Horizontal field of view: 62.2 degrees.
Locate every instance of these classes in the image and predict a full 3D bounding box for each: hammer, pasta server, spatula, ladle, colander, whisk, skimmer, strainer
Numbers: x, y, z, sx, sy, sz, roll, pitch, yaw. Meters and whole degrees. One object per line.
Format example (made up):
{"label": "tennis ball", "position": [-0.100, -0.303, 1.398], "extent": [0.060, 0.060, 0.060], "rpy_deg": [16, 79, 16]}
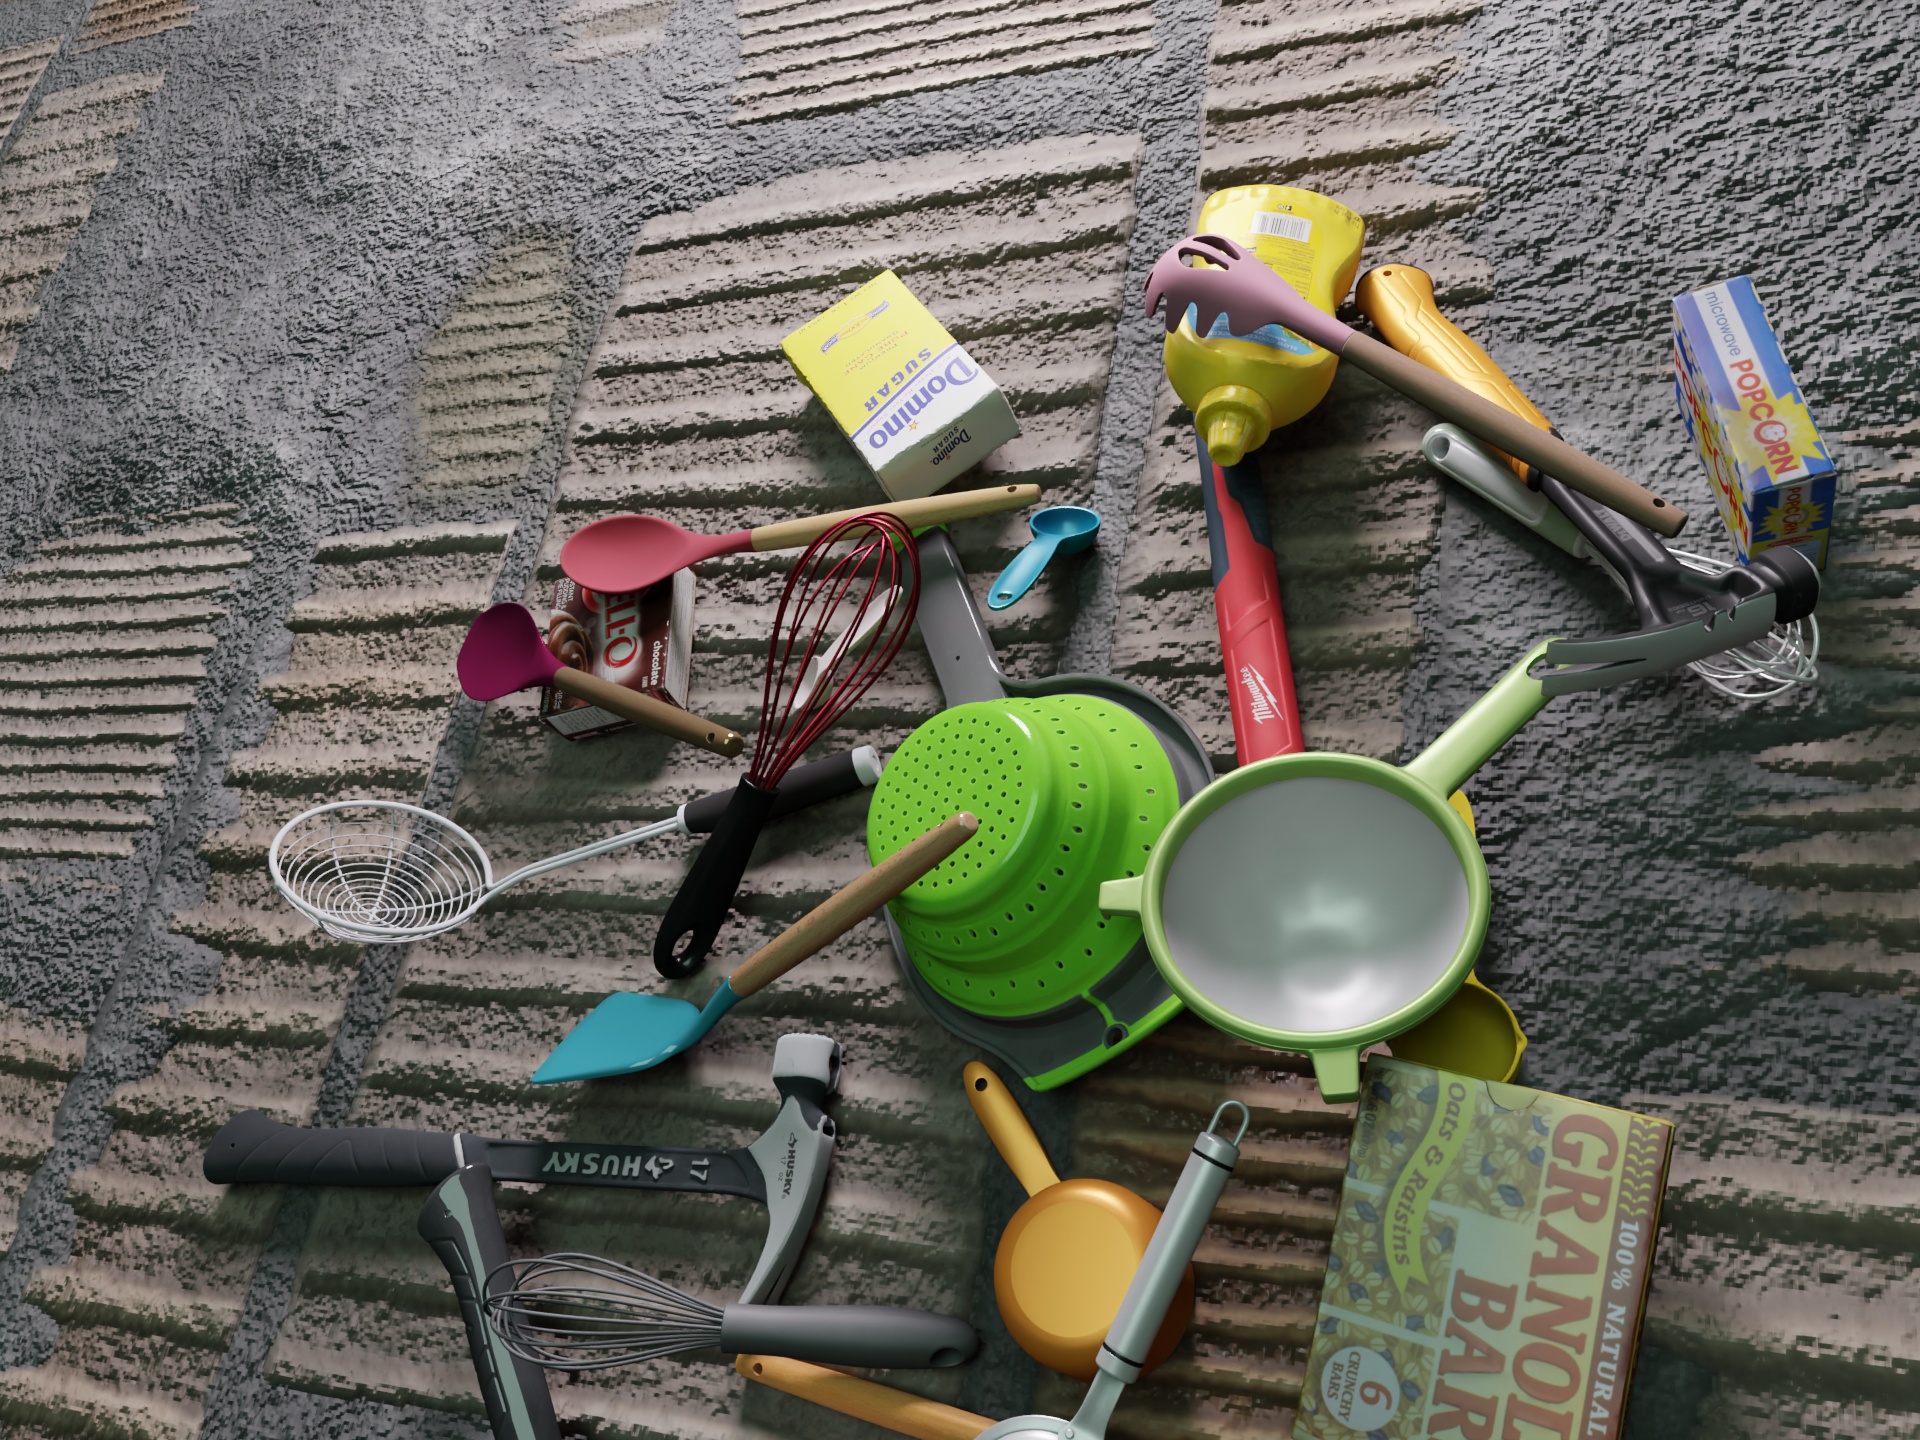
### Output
{"label": "hammer", "position": [-0.259, 0.250, 0.884], "extent": [0.409, 0.036, 0.149], "rpy_deg": [-5, 63, 22]}
{"label": "hammer", "position": [-0.196, 0.372, 0.767], "extent": [0.146, 0.035, 0.335], "rpy_deg": [-30, 62, 6]}
{"label": "pasta server", "position": [0.217, -0.171, 0.798], "extent": [0.060, 0.040, 0.316], "rpy_deg": [-42, 61, -17]}
{"label": "spatula", "position": [-0.105, 0.117, 0.809], "extent": [0.317, 0.044, 0.082], "rpy_deg": [-37, 7, 35]}
{"label": "ladle", "position": [-0.102, -0.116, 0.973], "extent": [0.315, 0.031, 0.069], "rpy_deg": [-6, 50, 19]}
{"label": "colander", "position": [-0.001, -0.003, 0.853], "extent": [0.204, 0.094, 0.398], "rpy_deg": [-37, 48, 19]}
{"label": "whisk", "position": [-0.103, 0.018, 0.879], "extent": [0.073, 0.073, 0.296], "rpy_deg": [36, 105, 34]}
{"label": "skimmer", "position": [-0.229, 0.053, 0.944], "extent": [0.363, 0.090, 0.127], "rpy_deg": [-17, 26, 12]}
{"label": "whisk", "position": [0.325, -0.089, 0.806], "extent": [0.247, 0.059, 0.057], "rpy_deg": [47, 128, 39]}
{"label": "strainer", "position": [0.199, 0.060, 0.733], "extent": [0.256, 0.069, 0.152], "rpy_deg": [-40, 51, -16]}
{"label": "hammer", "position": [0.143, -0.077, 0.884], "extent": [0.143, 0.038, 0.387], "rpy_deg": [-13, 59, 19]}
{"label": "strainer", "position": [0.062, 0.278, 0.672], "extent": [0.087, 0.050, 0.258], "rpy_deg": [24, 85, 18]}
{"label": "spatula", "position": [0.030, 0.328, 0.709], "extent": [0.323, 0.041, 0.081], "rpy_deg": [5, 77, 27]}
{"label": "whisk", "position": [-0.110, 0.285, 0.755], "extent": [0.239, 0.055, 0.055], "rpy_deg": [4, 63, 1]}
{"label": "hammer", "position": [0.282, -0.144, 0.821], "extent": [0.127, 0.034, 0.337], "rpy_deg": [-18, 45, -2]}

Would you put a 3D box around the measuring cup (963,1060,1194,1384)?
{"label": "measuring cup", "position": [0.039, 0.227, 0.753], "extent": [0.095, 0.052, 0.174], "rpy_deg": [-36, 57, 2]}

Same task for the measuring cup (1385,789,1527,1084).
{"label": "measuring cup", "position": [0.234, 0.107, 0.750], "extent": [0.062, 0.029, 0.157], "rpy_deg": [-4, 60, 22]}

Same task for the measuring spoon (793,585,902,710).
{"label": "measuring spoon", "position": [-0.062, -0.041, 0.931], "extent": [0.124, 0.018, 0.034], "rpy_deg": [-41, 35, 44]}

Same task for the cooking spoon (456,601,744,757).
{"label": "cooking spoon", "position": [-0.226, -0.020, 0.958], "extent": [0.319, 0.017, 0.069], "rpy_deg": [18, 83, 46]}

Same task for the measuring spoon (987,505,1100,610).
{"label": "measuring spoon", "position": [0.045, -0.087, 0.911], "extent": [0.042, 0.021, 0.129], "rpy_deg": [11, 36, 22]}
